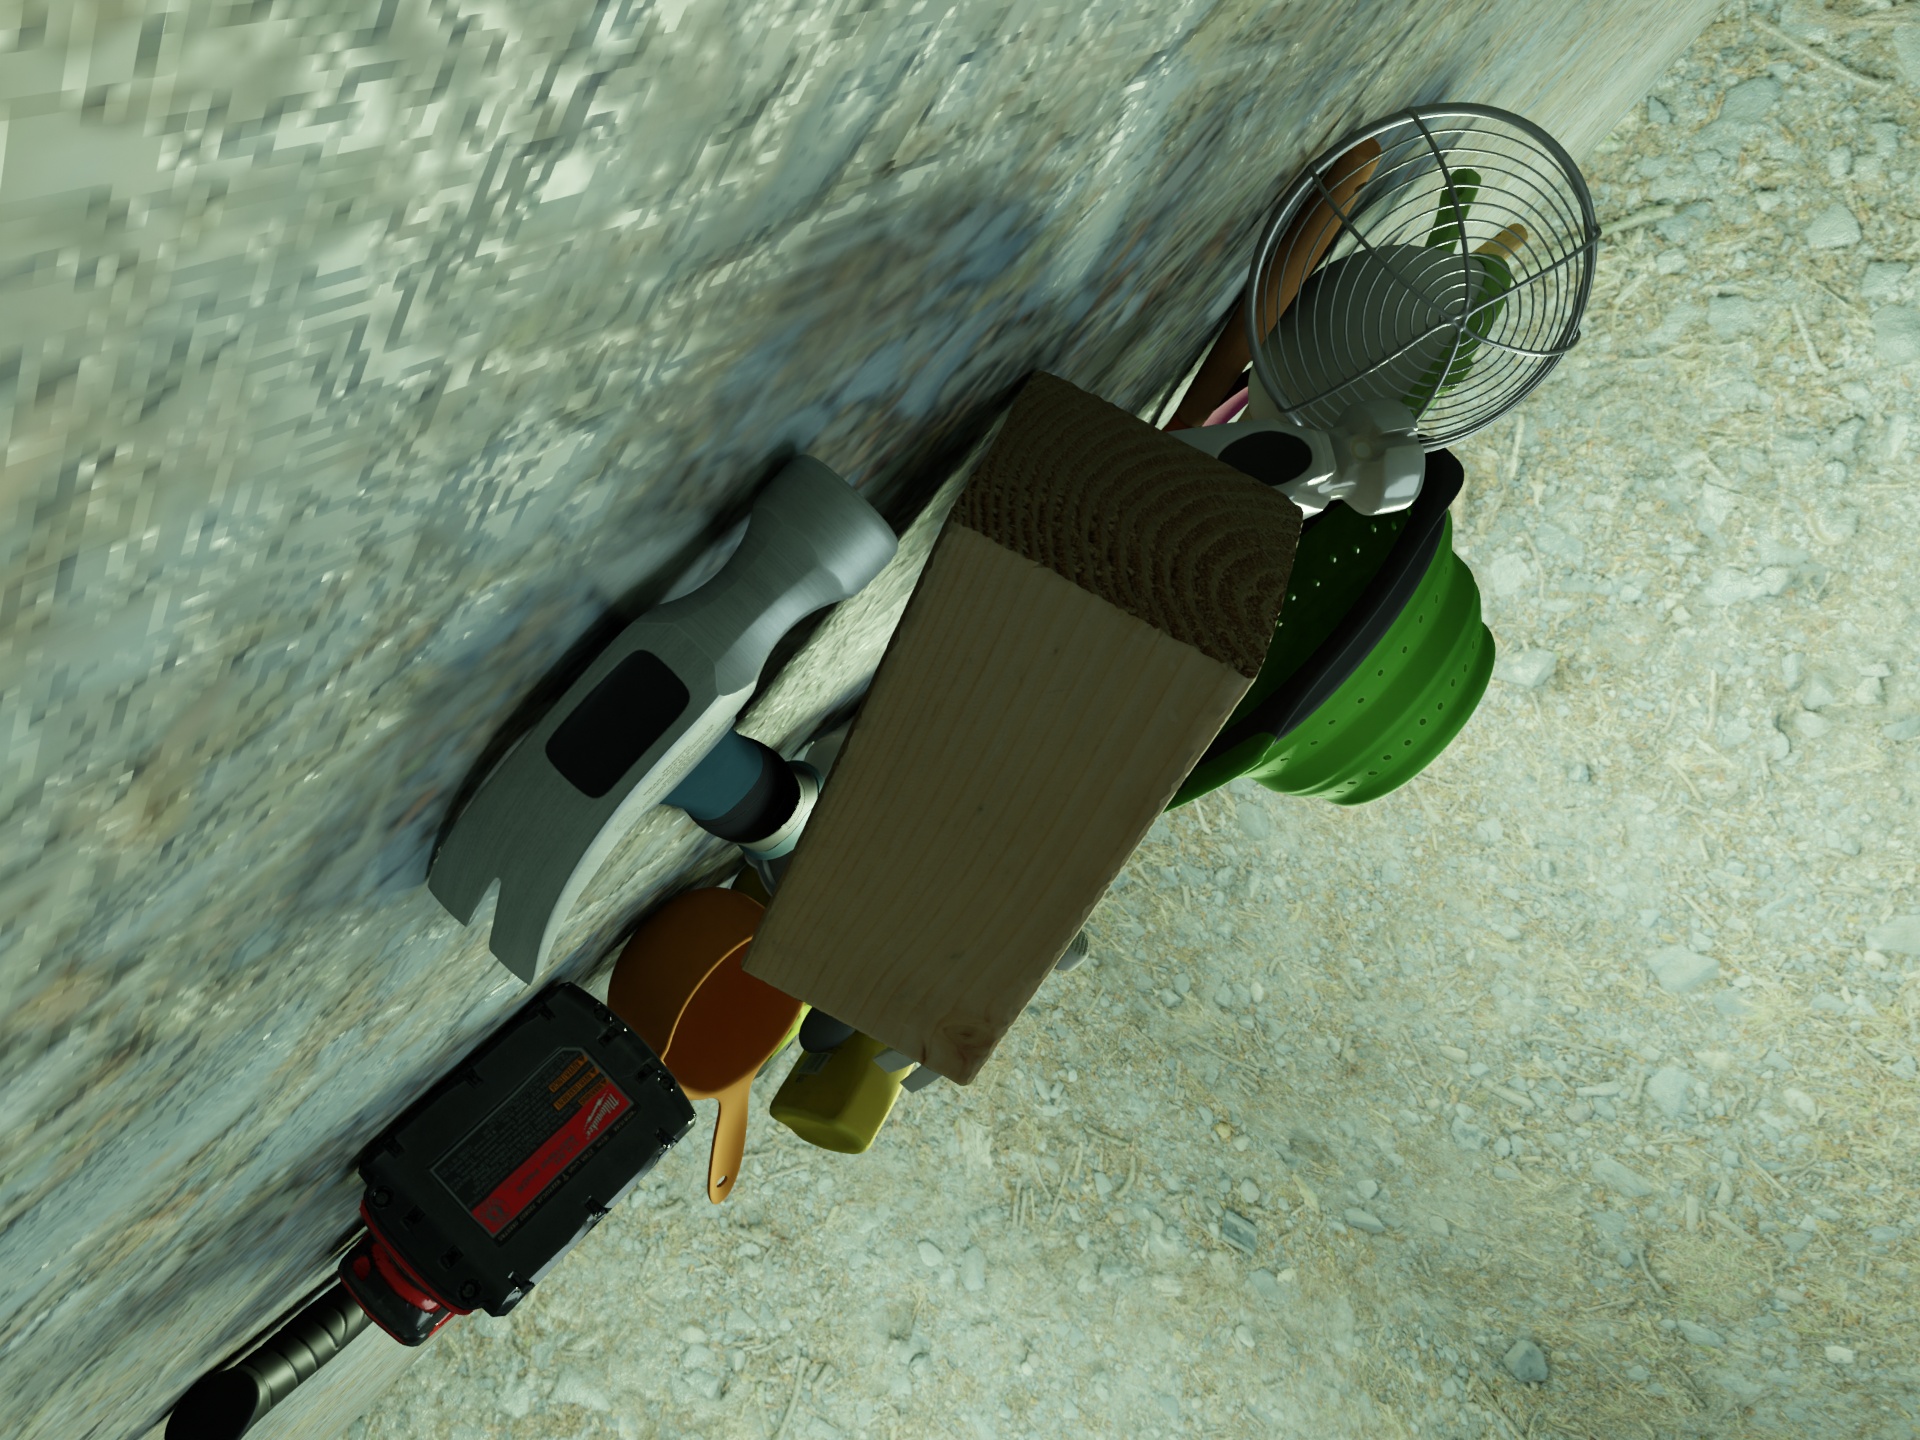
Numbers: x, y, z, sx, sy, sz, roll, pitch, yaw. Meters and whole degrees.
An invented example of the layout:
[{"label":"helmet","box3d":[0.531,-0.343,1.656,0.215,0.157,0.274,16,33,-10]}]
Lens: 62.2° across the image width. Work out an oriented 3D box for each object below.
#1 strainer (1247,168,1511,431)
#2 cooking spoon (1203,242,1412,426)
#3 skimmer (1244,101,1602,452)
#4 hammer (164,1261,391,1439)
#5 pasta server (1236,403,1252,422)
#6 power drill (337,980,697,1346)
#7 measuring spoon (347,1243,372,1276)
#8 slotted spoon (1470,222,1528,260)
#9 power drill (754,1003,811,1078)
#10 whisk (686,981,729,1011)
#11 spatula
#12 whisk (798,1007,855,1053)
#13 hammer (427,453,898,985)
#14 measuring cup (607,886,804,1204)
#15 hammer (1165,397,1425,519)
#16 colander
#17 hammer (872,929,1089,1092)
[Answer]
[{"label":"strainer","box3d":[0.211,-0.223,0.809,0.151,0.069,0.256,-37,-160,54]},{"label":"cooking spoon","box3d":[0.199,-0.222,0.926,0.319,0.017,0.068,-42,178,-40]},{"label":"skimmer","box3d":[0.112,-0.123,0.688,0.363,0.127,0.090,-30,-139,62]},{"label":"hammer","box3d":[-0.291,0.285,0.851,0.146,0.035,0.335,-48,175,19]},{"label":"pasta server","box3d":[0.134,-0.096,1.007,0.316,0.040,0.060,-58,156,13]},{"label":"power drill","box3d":[-0.194,0.196,0.690,0.143,0.078,0.219,-43,178,-32]},{"label":"measuring spoon","box3d":[-0.267,0.235,0.797,0.021,0.011,0.117,-50,178,36]},{"label":"slotted spoon","box3d":[0.197,-0.184,0.913,0.314,0.031,0.070,-38,-163,2]},{"label":"power drill","box3d":[-0.097,0.131,1.020,0.190,0.080,0.228,-40,170,-47]},{"label":"whisk","box3d":[-0.164,0.161,0.858,0.246,0.059,0.058,135,-26,-64]},{"label":"spatula","box3d":[0.118,-0.144,0.719,0.081,0.041,0.322,-27,168,-20]},{"label":"whisk","box3d":[-0.020,0.120,0.928,0.284,0.070,0.070,-49,175,35]},{"label":"hammer","box3d":[-0.069,0.017,0.477,0.128,0.033,0.331,-46,176,-6]},{"label":"measuring cup","box3d":[-0.120,0.152,0.730,0.095,0.052,0.173,-28,139,-42]},{"label":"hammer","box3d":[0.061,-0.045,0.695,0.143,0.038,0.386,-10,170,-8]},{"label":"colander","box3d":[0.217,-0.087,0.790,0.397,0.094,0.204,-58,-167,-31]},{"label":"hammer","box3d":[0.038,0.092,1.066,0.146,0.038,0.411,-43,-171,21]}]
